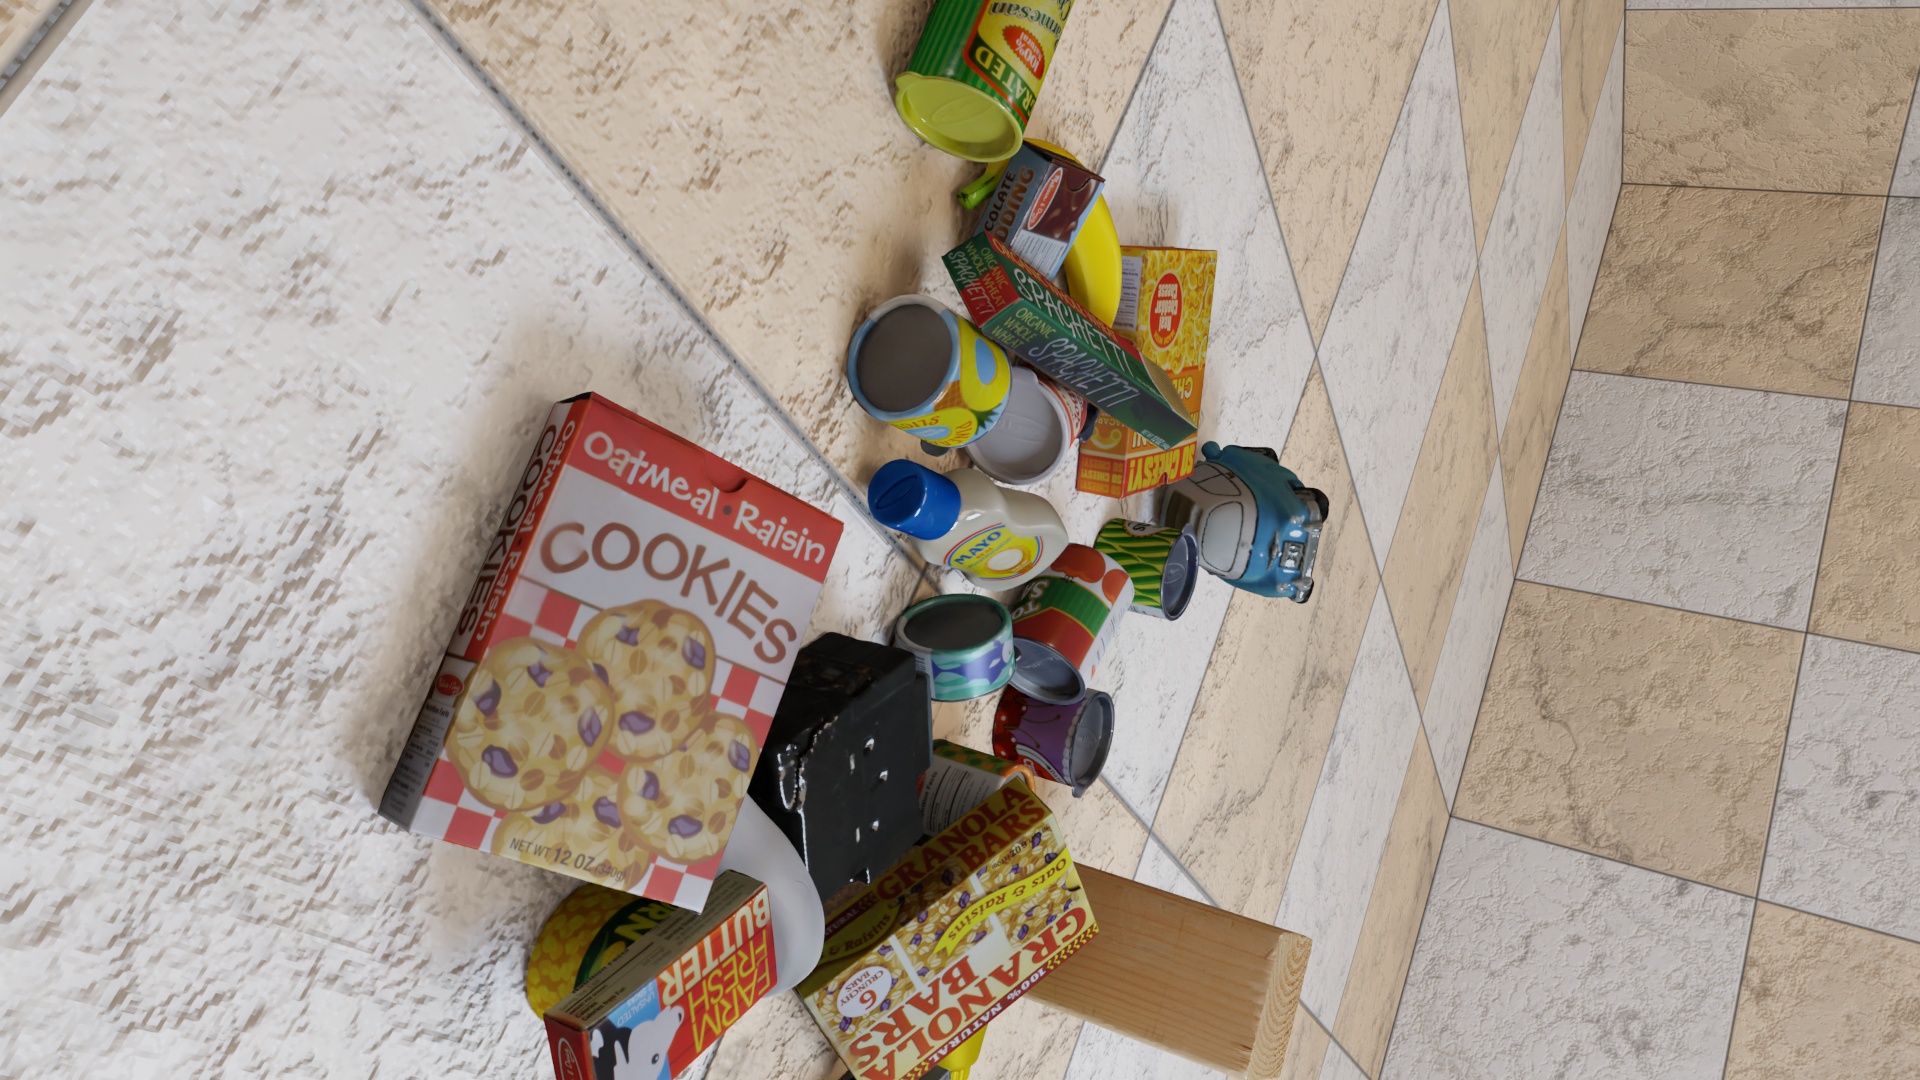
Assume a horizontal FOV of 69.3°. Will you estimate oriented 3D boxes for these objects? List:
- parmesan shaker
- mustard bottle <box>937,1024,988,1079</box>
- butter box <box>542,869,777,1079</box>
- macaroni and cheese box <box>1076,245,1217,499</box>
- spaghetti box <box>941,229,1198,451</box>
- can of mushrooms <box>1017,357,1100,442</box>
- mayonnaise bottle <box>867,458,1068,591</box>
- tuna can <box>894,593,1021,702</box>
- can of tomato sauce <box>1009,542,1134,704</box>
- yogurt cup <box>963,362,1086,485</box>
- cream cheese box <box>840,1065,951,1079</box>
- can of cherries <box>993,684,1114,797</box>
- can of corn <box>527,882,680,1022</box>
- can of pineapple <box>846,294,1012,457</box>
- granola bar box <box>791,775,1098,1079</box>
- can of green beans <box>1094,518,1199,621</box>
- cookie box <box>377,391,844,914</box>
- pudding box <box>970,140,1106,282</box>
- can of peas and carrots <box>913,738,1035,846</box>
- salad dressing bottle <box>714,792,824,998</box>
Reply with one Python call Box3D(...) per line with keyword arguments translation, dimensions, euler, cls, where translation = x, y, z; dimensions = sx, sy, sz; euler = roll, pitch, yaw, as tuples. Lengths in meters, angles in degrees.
Box3D(translation=(0.014, -0.253, 0.694), dimensions=(0.071, 0.071, 0.103), euler=(43, 63, -56), cls="parmesan shaker")
Box3D(translation=(-0.006, 0.285, 0.864), dimensions=(0.065, 0.049, 0.160), euler=(0, 99, -54), cls="mustard bottle")
Box3D(translation=(-0.114, 0.179, 0.545), dimensions=(0.104, 0.024, 0.053), euler=(-32, 126, -51), cls="butter box")
Box3D(translation=(0.132, -0.120, 0.969), dimensions=(0.124, 0.040, 0.166), euler=(-17, 115, -56), cls="macaroni and cheese box")
Box3D(translation=(0.070, -0.106, 0.789), dimensions=(0.250, 0.028, 0.050), euler=(21, 39, -58), cls="spaghetti box")
Box3D(translation=(0.063, -0.096, 0.866), dimensions=(0.071, 0.033, 0.070), euler=(-28, 124, -54), cls="can of mushrooms")
Box3D(translation=(0.003, -0.010, 0.768), dimensions=(0.148, 0.064, 0.041), euler=(22, 36, -58), cls="mayonnaise bottle")
Box3D(translation=(0.000, 0.058, 0.774), dimensions=(0.071, 0.071, 0.032), euler=(-40, 133, -48), cls="tuna can")
Box3D(translation=(0.064, 0.051, 0.890), dimensions=(0.083, 0.071, 0.071), euler=(-58, 145, -33), cls="can of tomato sauce")
Box3D(translation=(0.039, -0.072, 0.805), dimensions=(0.054, 0.072, 0.072), euler=(-42, 135, -58), cls="yogurt cup")
Box3D(translation=(-0.054, 0.332, 0.795), dimensions=(0.104, 0.053, 0.024), euler=(-26, 120, -55), cls="cream cheese box")
Box3D(translation=(0.061, 0.128, 0.916), dimensions=(0.072, 0.058, 0.071), euler=(-31, 127, -53), cls="can of cherries")
Box3D(translation=(-0.139, 0.181, 0.589), dimensions=(0.071, 0.058, 0.071), euler=(-28, 124, -53), cls="can of corn")
Box3D(translation=(-0.016, -0.083, 0.701), dimensions=(0.058, 0.071, 0.071), euler=(20, 82, -59), cls="can of pineapple")
Box3D(translation=(-0.007, 0.226, 0.777), dimensions=(0.166, 0.039, 0.123), euler=(-34, 131, -16), cls="granola bar box")
Box3D(translation=(0.133, 0.020, 1.002), dimensions=(0.071, 0.058, 0.071), euler=(-29, 124, -53), cls="can of green beans")
Box3D(translation=(-0.127, 0.045, 0.536), dimensions=(0.123, 0.040, 0.168), euler=(29, 74, -35), cls="cookie box")
Box3D(translation=(0.038, -0.171, 0.760), dimensions=(0.050, 0.030, 0.083), euler=(4, 123, -48), cls="pudding box")
Box3D(translation=(0.006, 0.158, 0.832), dimensions=(0.071, 0.059, 0.070), euler=(-30, 125, -53), cls="can of peas and carrots")
Box3D(translation=(-0.107, 0.130, 0.611), dimensions=(0.044, 0.064, 0.147), euler=(-49, 125, -55), cls="salad dressing bottle")
